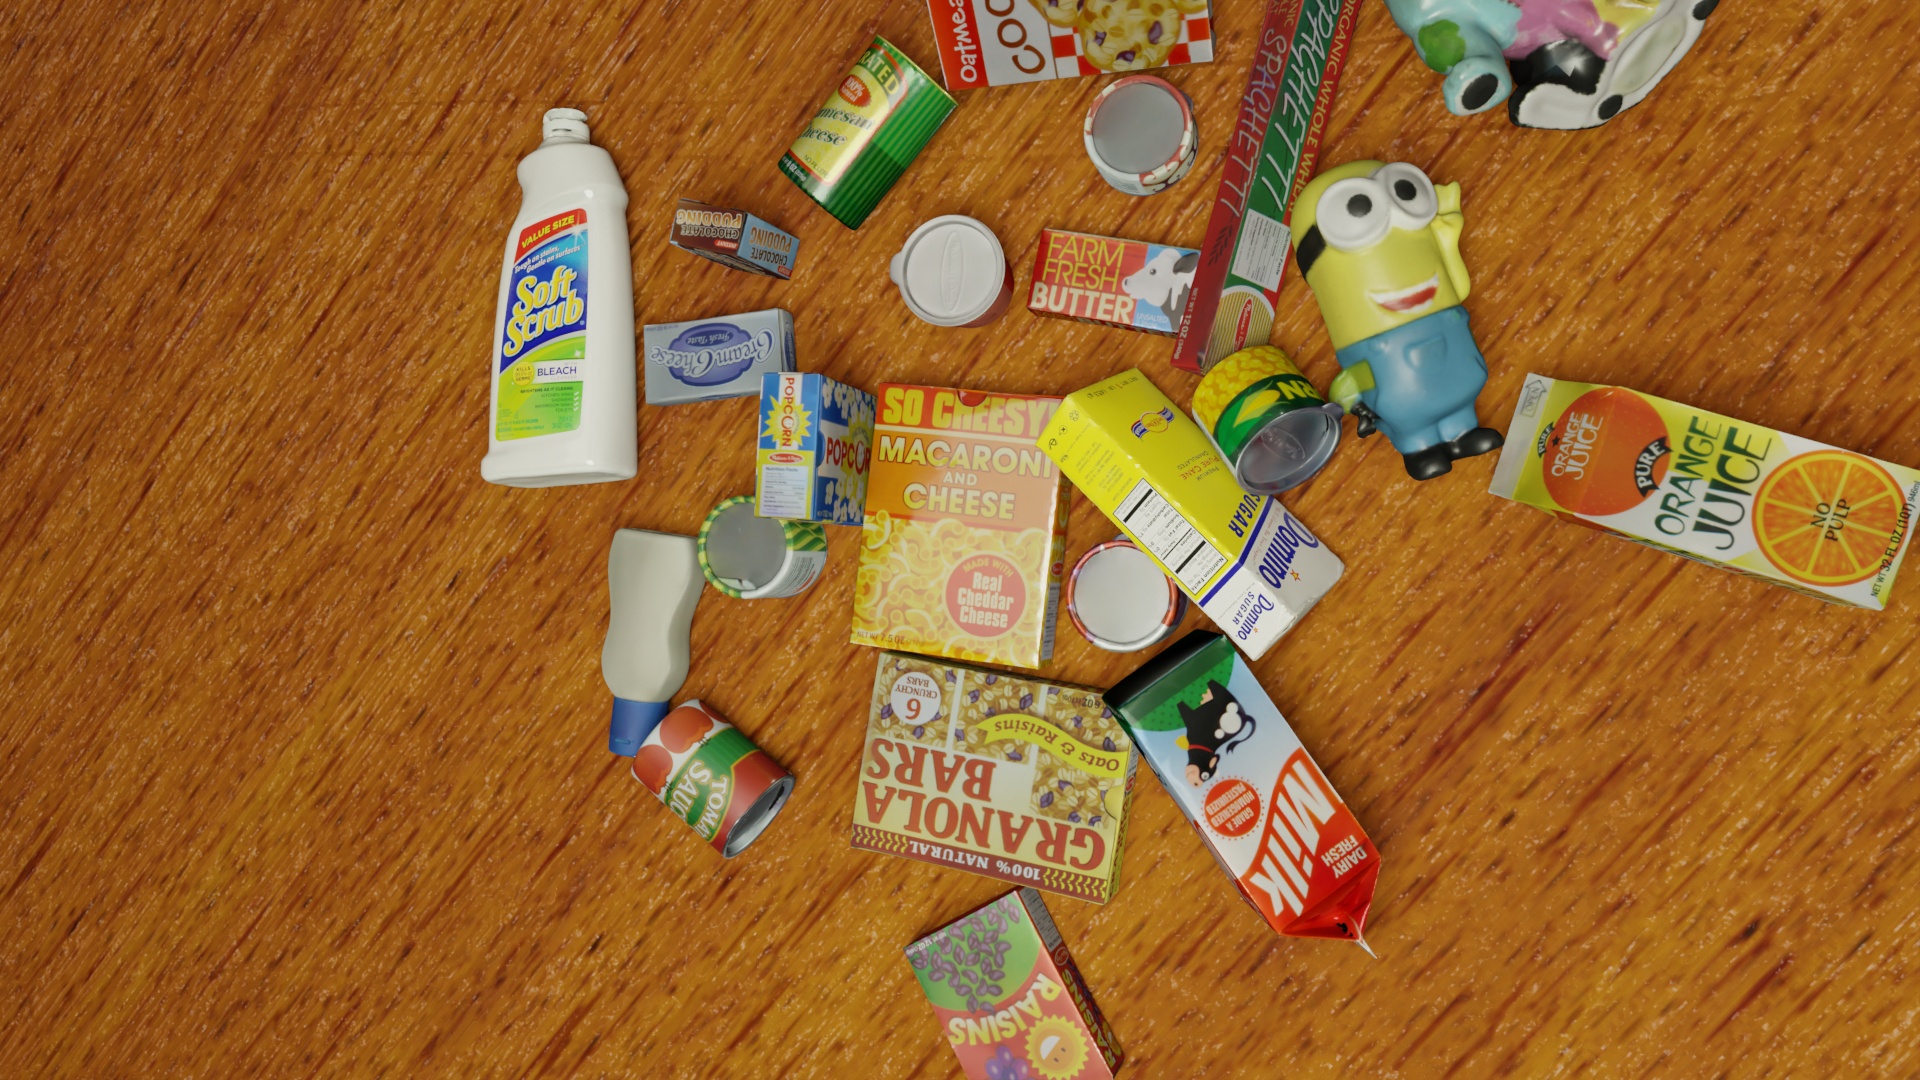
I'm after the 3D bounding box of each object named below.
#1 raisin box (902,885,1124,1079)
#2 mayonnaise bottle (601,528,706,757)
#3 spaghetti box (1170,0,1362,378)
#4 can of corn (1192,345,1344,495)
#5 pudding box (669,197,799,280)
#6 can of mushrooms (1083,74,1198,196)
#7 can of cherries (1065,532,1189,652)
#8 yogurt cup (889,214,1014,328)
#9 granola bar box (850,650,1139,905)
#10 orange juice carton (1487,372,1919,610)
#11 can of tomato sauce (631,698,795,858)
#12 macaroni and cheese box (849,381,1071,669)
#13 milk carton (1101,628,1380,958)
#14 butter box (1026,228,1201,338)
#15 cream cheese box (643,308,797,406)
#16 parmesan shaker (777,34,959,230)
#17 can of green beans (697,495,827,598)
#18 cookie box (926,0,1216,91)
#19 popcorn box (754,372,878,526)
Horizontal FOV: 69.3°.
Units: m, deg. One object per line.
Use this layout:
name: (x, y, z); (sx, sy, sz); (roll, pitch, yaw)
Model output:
raisin box: (0.032, 0.283, 0.847); (0.086, 0.040, 0.123); (-31, 79, 13)
mayonnaise bottle: (-0.207, 0.068, 0.924); (0.065, 0.041, 0.148); (8, 92, 18)
spaghetti box: (0.180, -0.214, 0.811); (0.029, 0.050, 0.249); (18, 94, 52)
can of corn: (0.175, -0.071, 0.792); (0.071, 0.071, 0.058); (-37, 50, 12)
pudding box: (-0.144, -0.192, 0.890); (0.050, 0.084, 0.030); (15, 93, 16)
can of mushrooms: (0.111, -0.248, 0.844); (0.071, 0.033, 0.071); (-1, 88, 17)
can of cherries: (0.099, 0.030, 0.825); (0.071, 0.058, 0.071); (0, 89, 16)
yogurt cup: (0.001, -0.163, 0.863); (0.072, 0.054, 0.072); (0, 88, 16)
granola bar box: (0.022, 0.142, 0.854); (0.165, 0.039, 0.124); (9, 91, 16)
orange juice carton: (0.387, -0.028, 0.735); (0.193, 0.073, 0.071); (20, 94, 17)
can of tomato sauce: (-0.160, 0.152, 0.891); (0.083, 0.071, 0.071); (37, 99, 15)
macaroni and cheese box: (0.003, -0.011, 0.864); (0.124, 0.040, 0.166); (6, 90, 16)
milk carton: (0.166, 0.148, 0.778); (0.073, 0.072, 0.190); (-35, 90, -3)
butter box: (0.096, -0.157, 0.850); (0.103, 0.024, 0.053); (12, 91, 16)
cream cheese box: (-0.161, -0.121, 0.924); (0.104, 0.024, 0.053); (-5, 87, 16)
parmesan shaker: (-0.058, -0.254, 0.875); (0.071, 0.071, 0.103); (43, 100, 13)
can of green beans: (-0.127, 0.004, 0.893); (0.071, 0.058, 0.071); (0, 88, 16)
cookie box: (0.061, -0.340, 0.823); (0.167, 0.040, 0.122); (-1, 131, 16)
popcorn box: (-0.084, -0.053, 0.846); (0.038, 0.127, 0.085); (3, 90, 13)
